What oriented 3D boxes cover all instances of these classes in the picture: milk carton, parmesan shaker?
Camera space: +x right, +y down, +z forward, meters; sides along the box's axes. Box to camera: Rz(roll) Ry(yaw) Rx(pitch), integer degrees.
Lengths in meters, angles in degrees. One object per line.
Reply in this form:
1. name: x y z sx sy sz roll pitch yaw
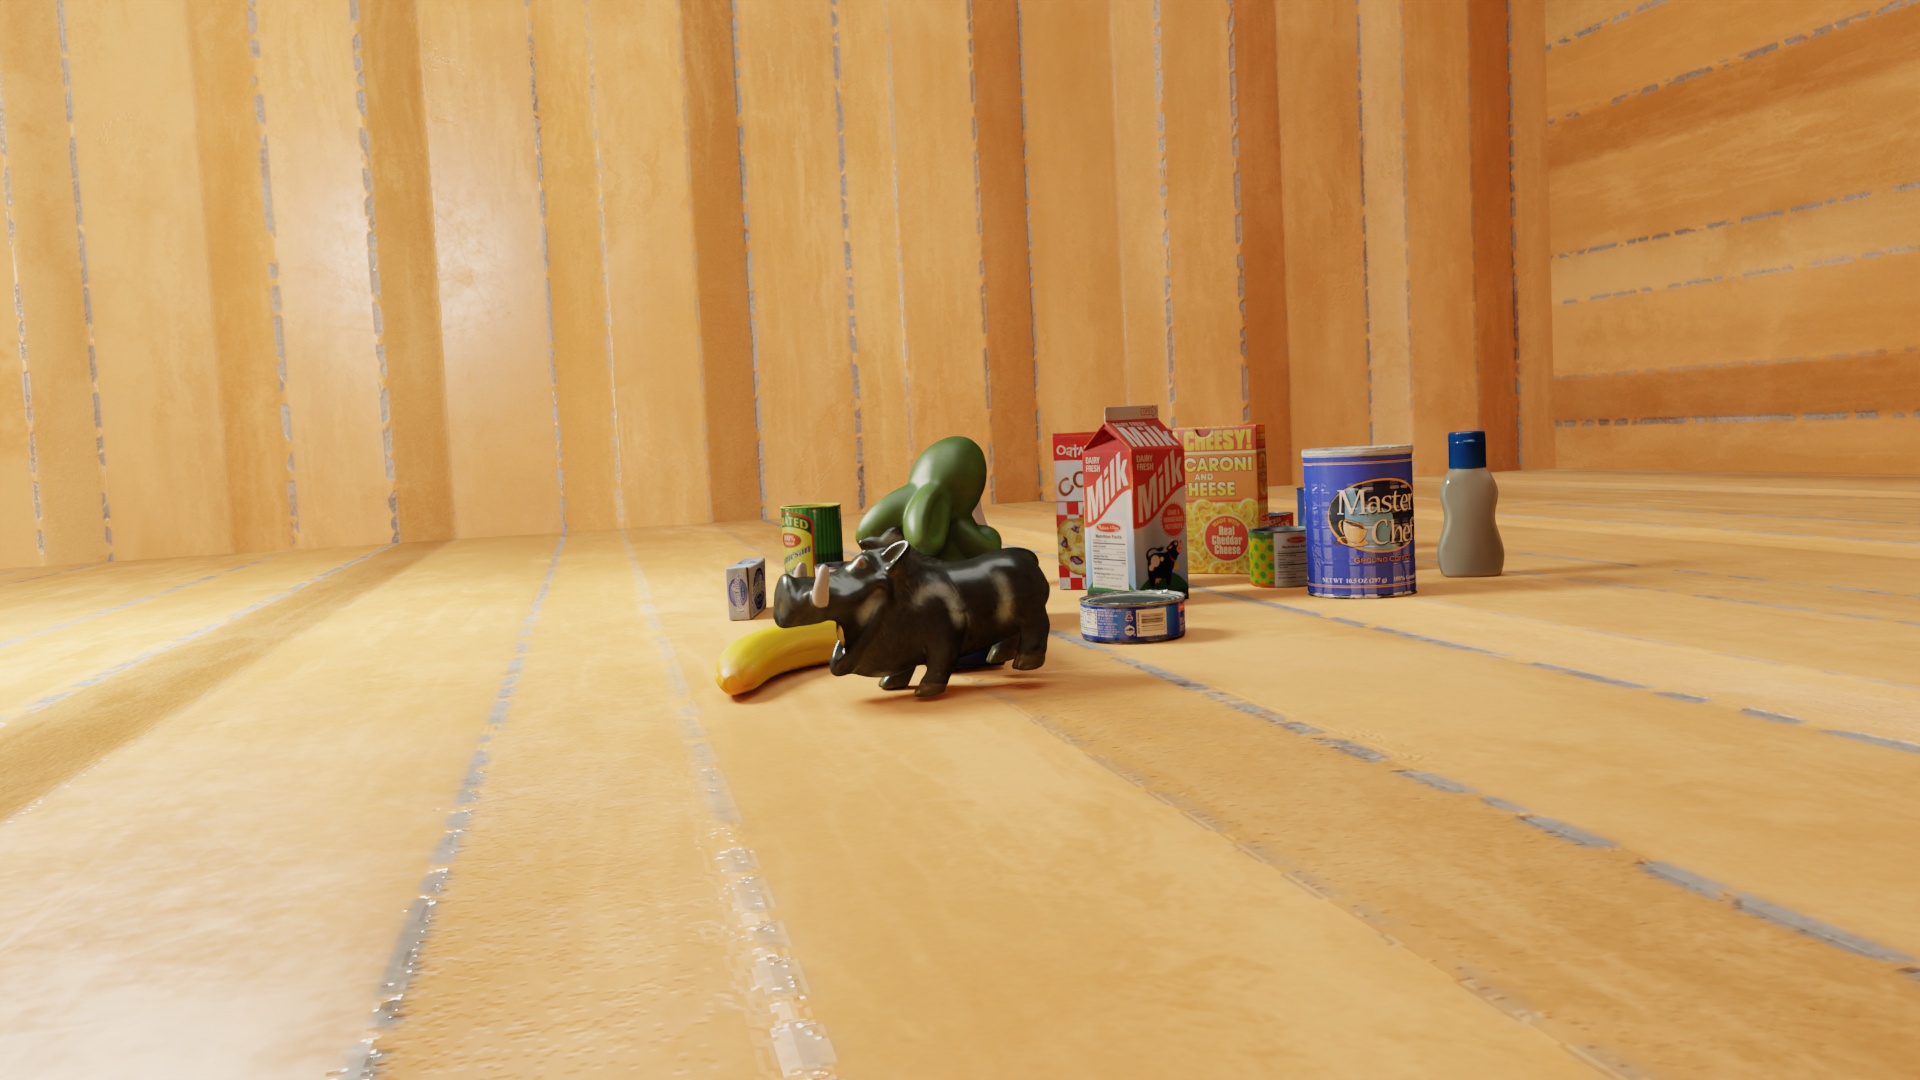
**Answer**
1. milk carton: 0.169 -0.035 1.346 0.072 0.190 0.073 -6 5 -36
2. parmesan shaker: -0.159 0.012 1.515 0.071 0.103 0.071 -3 4 0

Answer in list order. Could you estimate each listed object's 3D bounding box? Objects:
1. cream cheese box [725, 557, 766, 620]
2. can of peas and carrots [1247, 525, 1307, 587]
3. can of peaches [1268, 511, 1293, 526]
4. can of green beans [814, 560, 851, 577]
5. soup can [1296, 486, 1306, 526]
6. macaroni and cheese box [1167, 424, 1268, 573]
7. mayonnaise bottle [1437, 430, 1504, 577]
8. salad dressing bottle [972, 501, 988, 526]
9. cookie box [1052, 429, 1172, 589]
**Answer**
1. cream cheese box: -0.216 0.048 1.407 0.024 0.053 0.104 -3 4 1
2. can of peas and carrots: 0.330 0.016 1.431 0.071 0.058 0.071 -3 4 0
3. can of peaches: 0.368 -0.004 1.669 0.071 0.058 0.071 -3 4 0
4. can of green beans: -0.100 0.050 1.281 0.071 0.057 0.071 -3 4 0
5. soup can: 0.454 -0.025 1.723 0.071 0.083 0.071 -3 4 0
6. macaroni and cheese box: 0.284 -0.046 1.570 0.123 0.166 0.040 -1 4 29
7. mayonnaise bottle: 0.520 -0.038 1.419 0.065 0.148 0.041 -2 4 13
8. salad dressing bottle: 0.005 -0.019 1.524 0.064 0.147 0.044 -4 4 -13
9. cookie box: 0.164 -0.033 1.467 0.123 0.167 0.040 -1 4 22
